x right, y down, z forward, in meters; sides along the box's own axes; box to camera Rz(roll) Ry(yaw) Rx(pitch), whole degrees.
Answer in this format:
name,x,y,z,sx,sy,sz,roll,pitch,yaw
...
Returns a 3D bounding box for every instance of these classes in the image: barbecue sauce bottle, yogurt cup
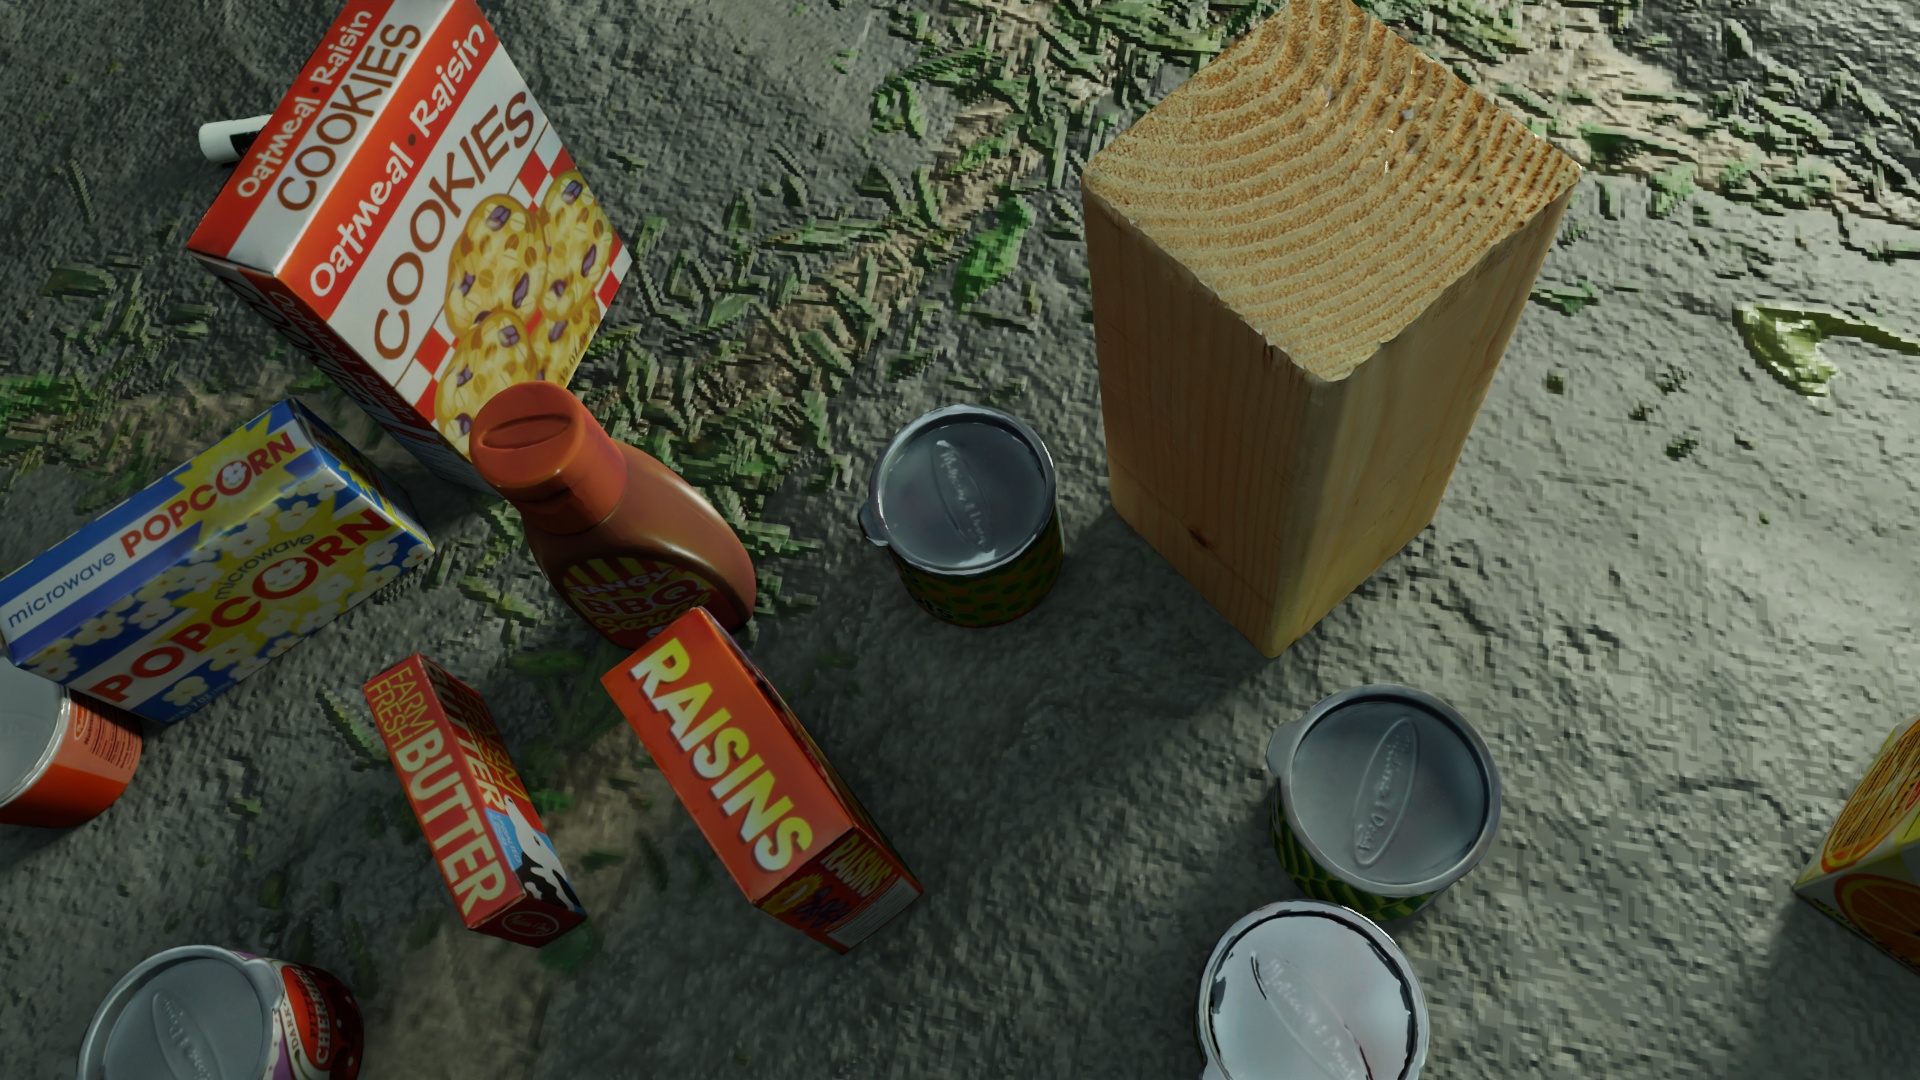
name,x,y,z,sx,sy,sz,roll,pitch,yaw
barbecue sauce bottle,-0.119,-0.004,0.477,0.065,0.148,0.044,-11,66,4
yogurt cup,-0.353,0.077,0.526,0.072,0.053,0.072,-3,67,7

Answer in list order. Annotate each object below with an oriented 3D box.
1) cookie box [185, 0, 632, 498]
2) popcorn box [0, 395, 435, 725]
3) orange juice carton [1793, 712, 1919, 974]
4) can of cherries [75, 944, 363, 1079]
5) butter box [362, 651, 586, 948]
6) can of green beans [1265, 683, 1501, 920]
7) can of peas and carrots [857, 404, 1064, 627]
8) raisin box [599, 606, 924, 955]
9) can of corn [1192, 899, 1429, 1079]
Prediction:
name,x,y,z,sx,sy,sz,roll,pitch,yaw
cookie box,-0.194,-0.107,0.521,0.040,0.167,0.123,17,71,15
popcorn box,-0.279,0.011,0.527,0.127,0.085,0.038,-35,67,-7
orange juice carton,0.305,0.071,0.360,0.072,0.192,0.073,36,76,20
can of cherries,-0.244,0.172,0.467,0.071,0.058,0.072,-3,67,7
butter box,-0.173,0.093,0.494,0.024,0.053,0.104,-32,66,-6
can of green beans,0.135,0.086,0.451,0.071,0.057,0.071,-3,67,7
can of peas and carrots,0.002,-0.006,0.510,0.071,0.058,0.071,-3,67,7
raisin box,-0.058,0.081,0.445,0.040,0.123,0.086,-36,67,-8
can of corn,0.103,0.150,0.428,0.071,0.058,0.071,-3,67,7
